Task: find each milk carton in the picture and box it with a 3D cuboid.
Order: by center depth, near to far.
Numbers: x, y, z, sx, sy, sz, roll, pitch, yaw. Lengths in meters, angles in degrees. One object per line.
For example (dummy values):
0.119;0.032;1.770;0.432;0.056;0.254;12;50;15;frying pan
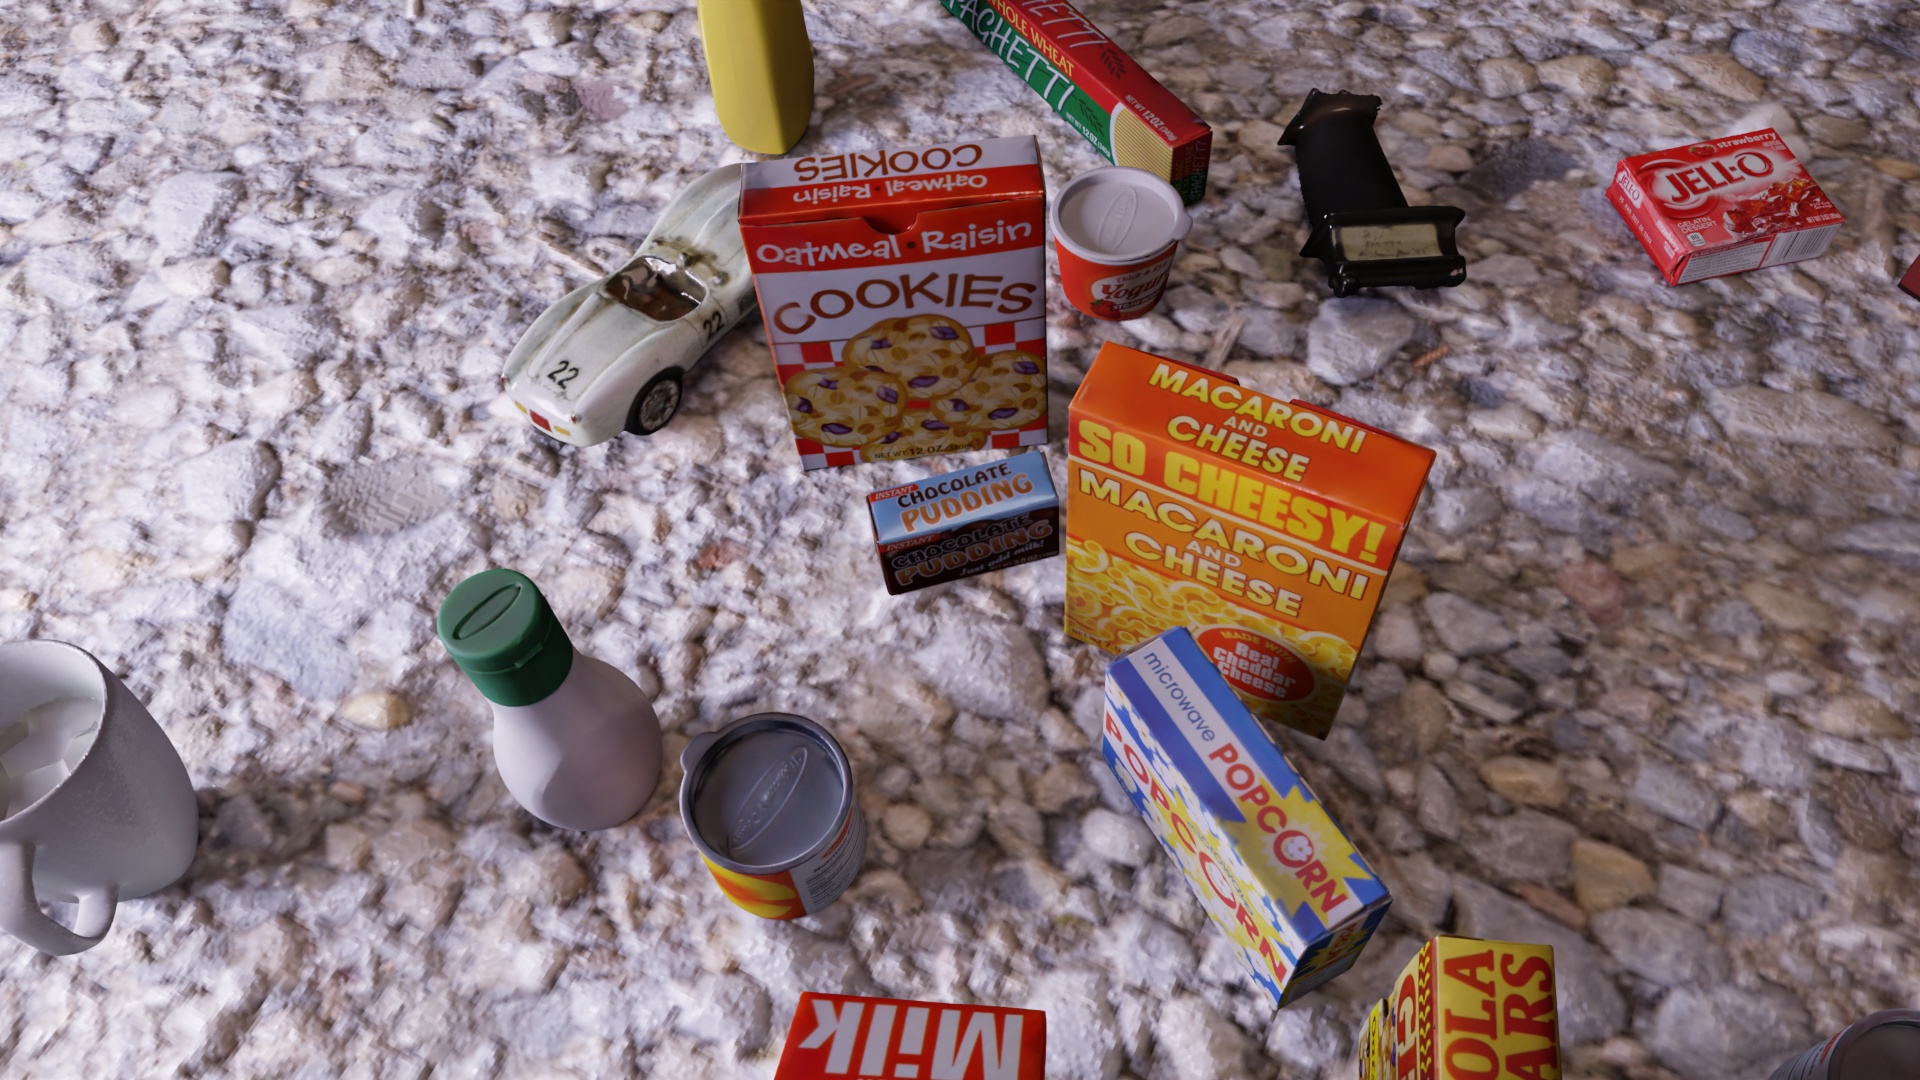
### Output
-0.011;0.188;0.417;0.072;0.189;0.074;2;57;5;milk carton

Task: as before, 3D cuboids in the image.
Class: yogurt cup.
0.080;-0.151;0.717;0.072;0.053;0.073;-2;57;3;yogurt cup

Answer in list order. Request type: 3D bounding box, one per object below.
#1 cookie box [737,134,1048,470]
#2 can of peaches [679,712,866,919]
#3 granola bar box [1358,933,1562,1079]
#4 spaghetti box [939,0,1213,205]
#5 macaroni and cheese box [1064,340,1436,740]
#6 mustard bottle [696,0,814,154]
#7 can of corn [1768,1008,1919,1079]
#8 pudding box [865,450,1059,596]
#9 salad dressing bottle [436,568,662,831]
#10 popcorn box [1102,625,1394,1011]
-0.023;-0.100;0.622;0.123;0.166;0.040;-6;57;0;cookie box
-0.074;0.109;0.552;0.071;0.057;0.071;-2;57;3;can of peaches
0.150;0.221;0.425;0.039;0.123;0.166;6;57;8;granola bar box
0.057;-0.283;0.808;0.029;0.050;0.251;-29;60;-15;spaghetti box
0.104;0.005;0.546;0.124;0.165;0.040;22;61;17;macaroni and cheese box
-0.115;-0.288;0.756;0.049;0.159;0.065;11;58;11;mustard bottle
0.316;0.201;0.467;0.071;0.058;0.071;-2;57;3;can of corn
0.002;-0.008;0.630;0.084;0.049;0.030;-14;57;-5;pudding box
-0.156;0.064;0.534;0.044;0.147;0.064;37;66;24;salad dressing bottle
0.102;0.105;0.528;0.038;0.084;0.127;-27;59;-13;popcorn box
